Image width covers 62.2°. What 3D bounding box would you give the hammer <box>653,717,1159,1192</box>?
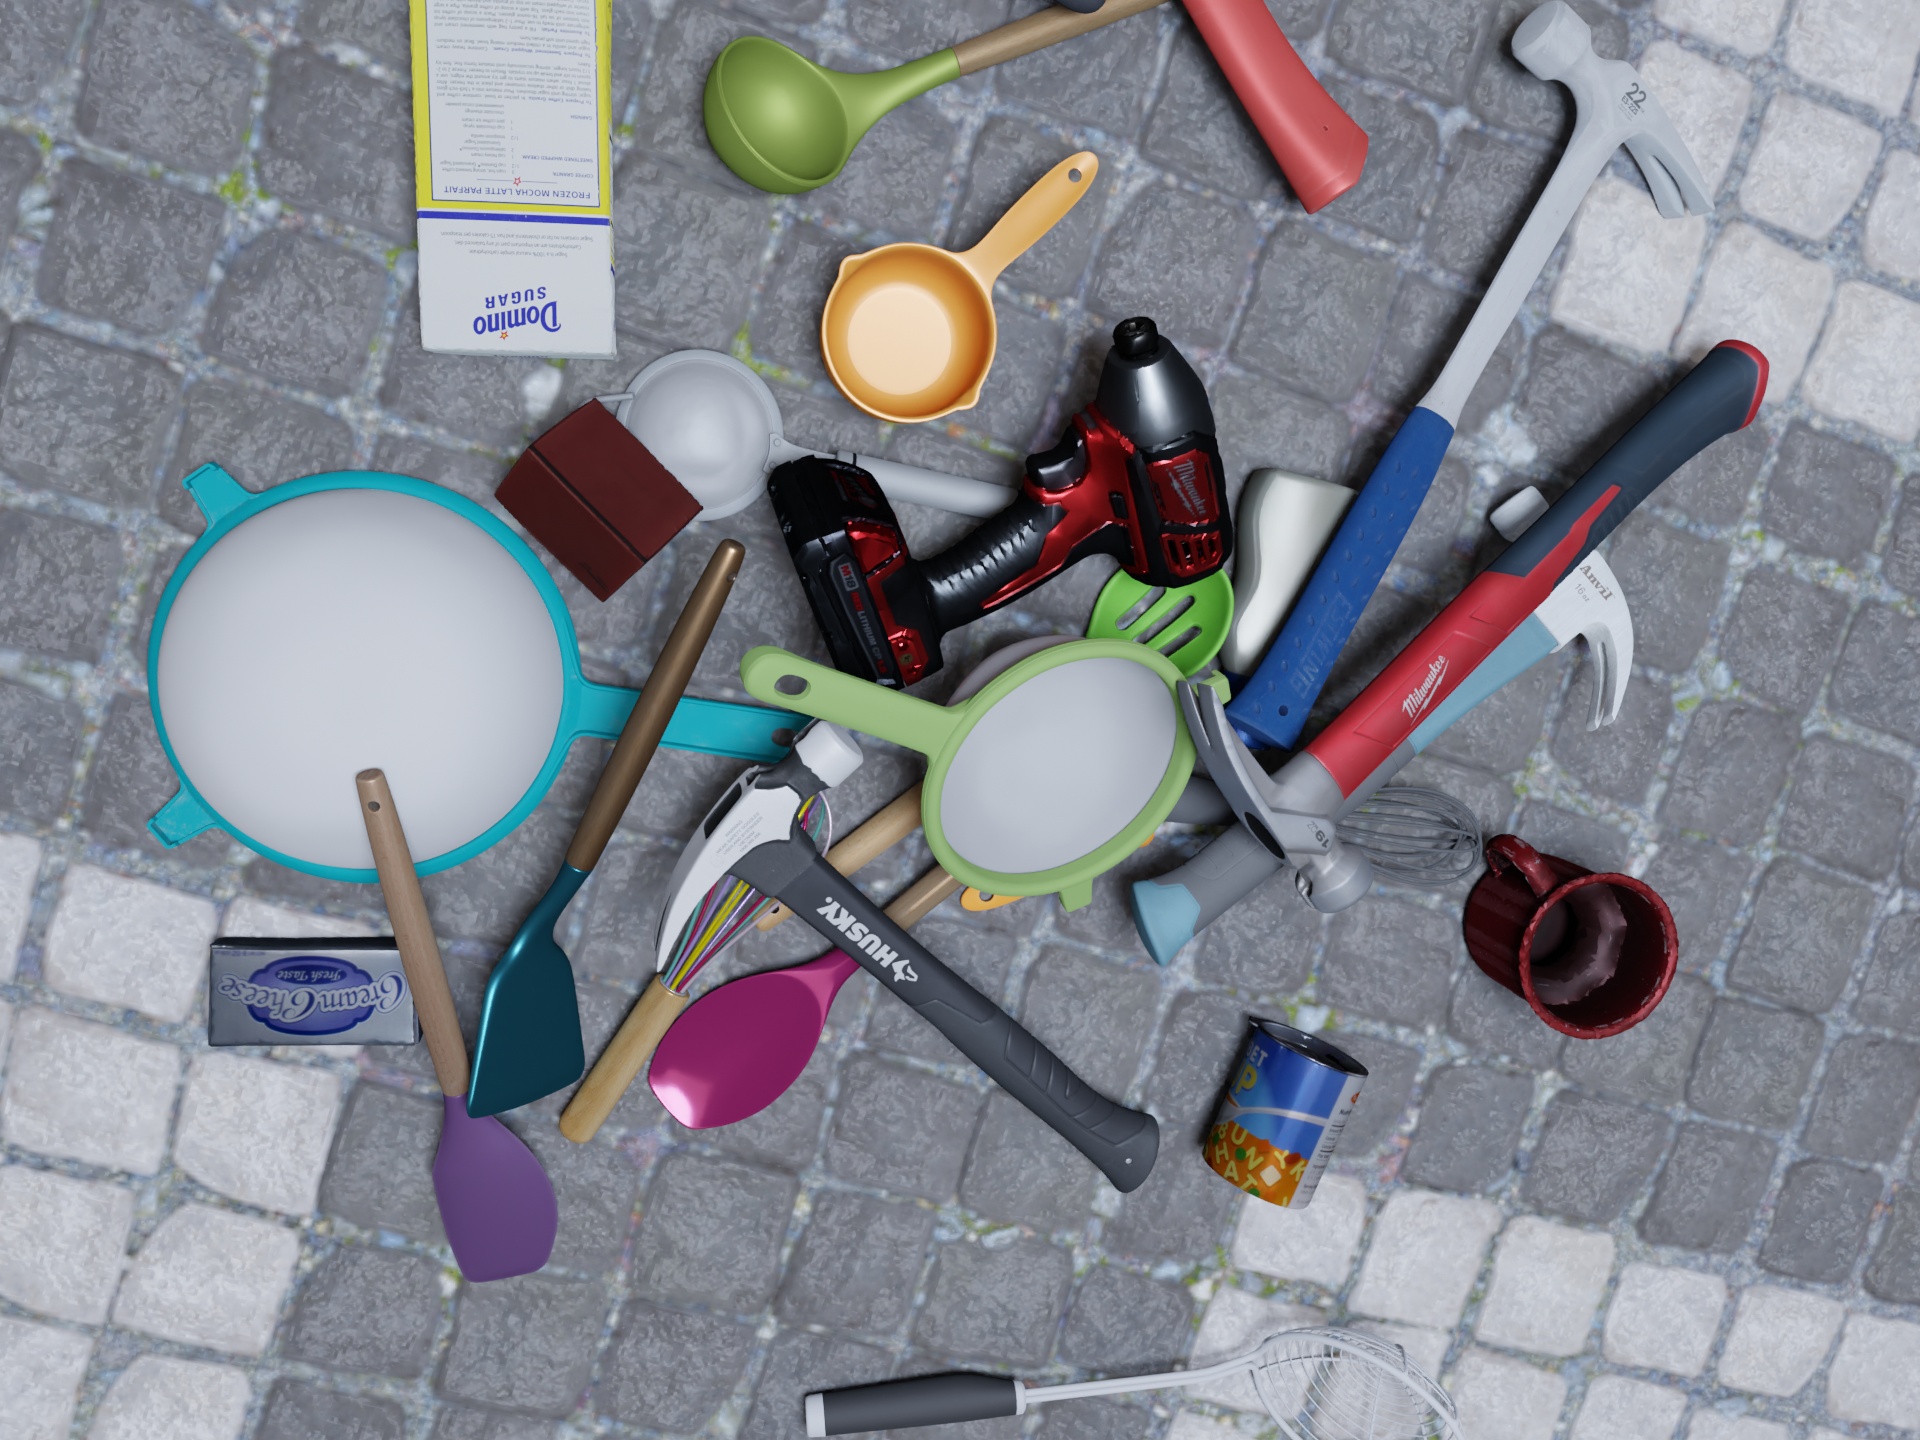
[{"bbox_3d":[-0.011,0.152,0.836,0.146,0.035,0.334,-43,114,6],"label":"hammer"}]

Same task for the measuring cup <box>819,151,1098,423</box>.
[{"bbox_3d":[0.001,-0.224,0.811,0.173,0.052,0.095,-44,102,-3],"label":"measuring cup"}]

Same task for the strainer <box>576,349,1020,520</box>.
[{"bbox_3d":[-0.068,-0.133,0.820,0.258,0.050,0.087,10,96,-14],"label":"strainer"}]

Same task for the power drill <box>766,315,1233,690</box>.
[{"bbox_3d":[0.025,-0.106,0.789,0.219,0.079,0.143,-21,131,-3],"label":"power drill"}]

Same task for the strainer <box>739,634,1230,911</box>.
[{"bbox_3d":[-0.001,-0.002,0.771,0.256,0.069,0.151,18,112,-35],"label":"strainer"}]

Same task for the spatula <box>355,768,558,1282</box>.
[{"bbox_3d":[-0.256,0.164,0.798,0.059,0.018,0.315,-10,117,-8],"label":"spatula"}]

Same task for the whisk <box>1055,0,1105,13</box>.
[{"bbox_3d":[-0.036,-0.443,0.759,0.284,0.070,0.070,41,90,-9],"label":"whisk"}]

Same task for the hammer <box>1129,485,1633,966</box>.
[{"bbox_3d":[0.223,0.015,0.853,0.331,0.033,0.128,-36,82,-9],"label":"hammer"}]

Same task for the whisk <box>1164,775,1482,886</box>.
[{"bbox_3d":[0.177,0.054,0.882,0.239,0.055,0.055,9,96,-6],"label":"whisk"}]

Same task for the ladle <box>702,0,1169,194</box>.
[{"bbox_3d":[0.023,-0.344,0.797,0.320,0.062,0.078,-23,93,-8],"label":"ladle"}]

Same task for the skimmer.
[{"bbox_3d":[0.097,0.401,0.891,0.363,0.090,0.127,-3,130,-6],"label":"skimmer"}]

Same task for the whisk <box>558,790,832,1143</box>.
[{"bbox_3d":[-0.141,0.123,0.835,0.051,0.047,0.245,30,99,-37],"label":"whisk"}]

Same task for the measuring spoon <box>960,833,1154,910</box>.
[{"bbox_3d":[0.055,0.080,0.880,0.117,0.011,0.021,-22,100,-5],"label":"measuring spoon"}]

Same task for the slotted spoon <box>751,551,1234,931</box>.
[{"bbox_3d":[0.015,0.015,0.857,0.314,0.031,0.070,-37,79,0],"label":"slotted spoon"}]

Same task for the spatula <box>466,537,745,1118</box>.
[{"bbox_3d":[-0.168,0.055,0.779,0.044,0.082,0.317,37,111,23],"label":"spatula"}]

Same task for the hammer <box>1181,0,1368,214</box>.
[{"bbox_3d":[0.087,-0.410,0.782,0.149,0.037,0.359,-34,97,-14],"label":"hammer"}]

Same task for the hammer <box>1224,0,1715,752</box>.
[{"bbox_3d":[0.260,-0.164,0.837,0.144,0.035,0.405,32,86,-22],"label":"hammer"}]

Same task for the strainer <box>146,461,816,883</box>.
[{"bbox_3d":[-0.233,-0.006,0.781,0.340,0.095,0.211,8,96,-9],"label":"strainer"}]

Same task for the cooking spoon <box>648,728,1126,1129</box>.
[{"bbox_3d":[-0.037,0.109,0.859,0.319,0.017,0.068,-39,94,2],"label":"cooking spoon"}]

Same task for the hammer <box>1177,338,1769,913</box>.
[{"bbox_3d":[0.278,-0.082,0.818,0.386,0.038,0.143,-43,111,-13],"label":"hammer"}]
